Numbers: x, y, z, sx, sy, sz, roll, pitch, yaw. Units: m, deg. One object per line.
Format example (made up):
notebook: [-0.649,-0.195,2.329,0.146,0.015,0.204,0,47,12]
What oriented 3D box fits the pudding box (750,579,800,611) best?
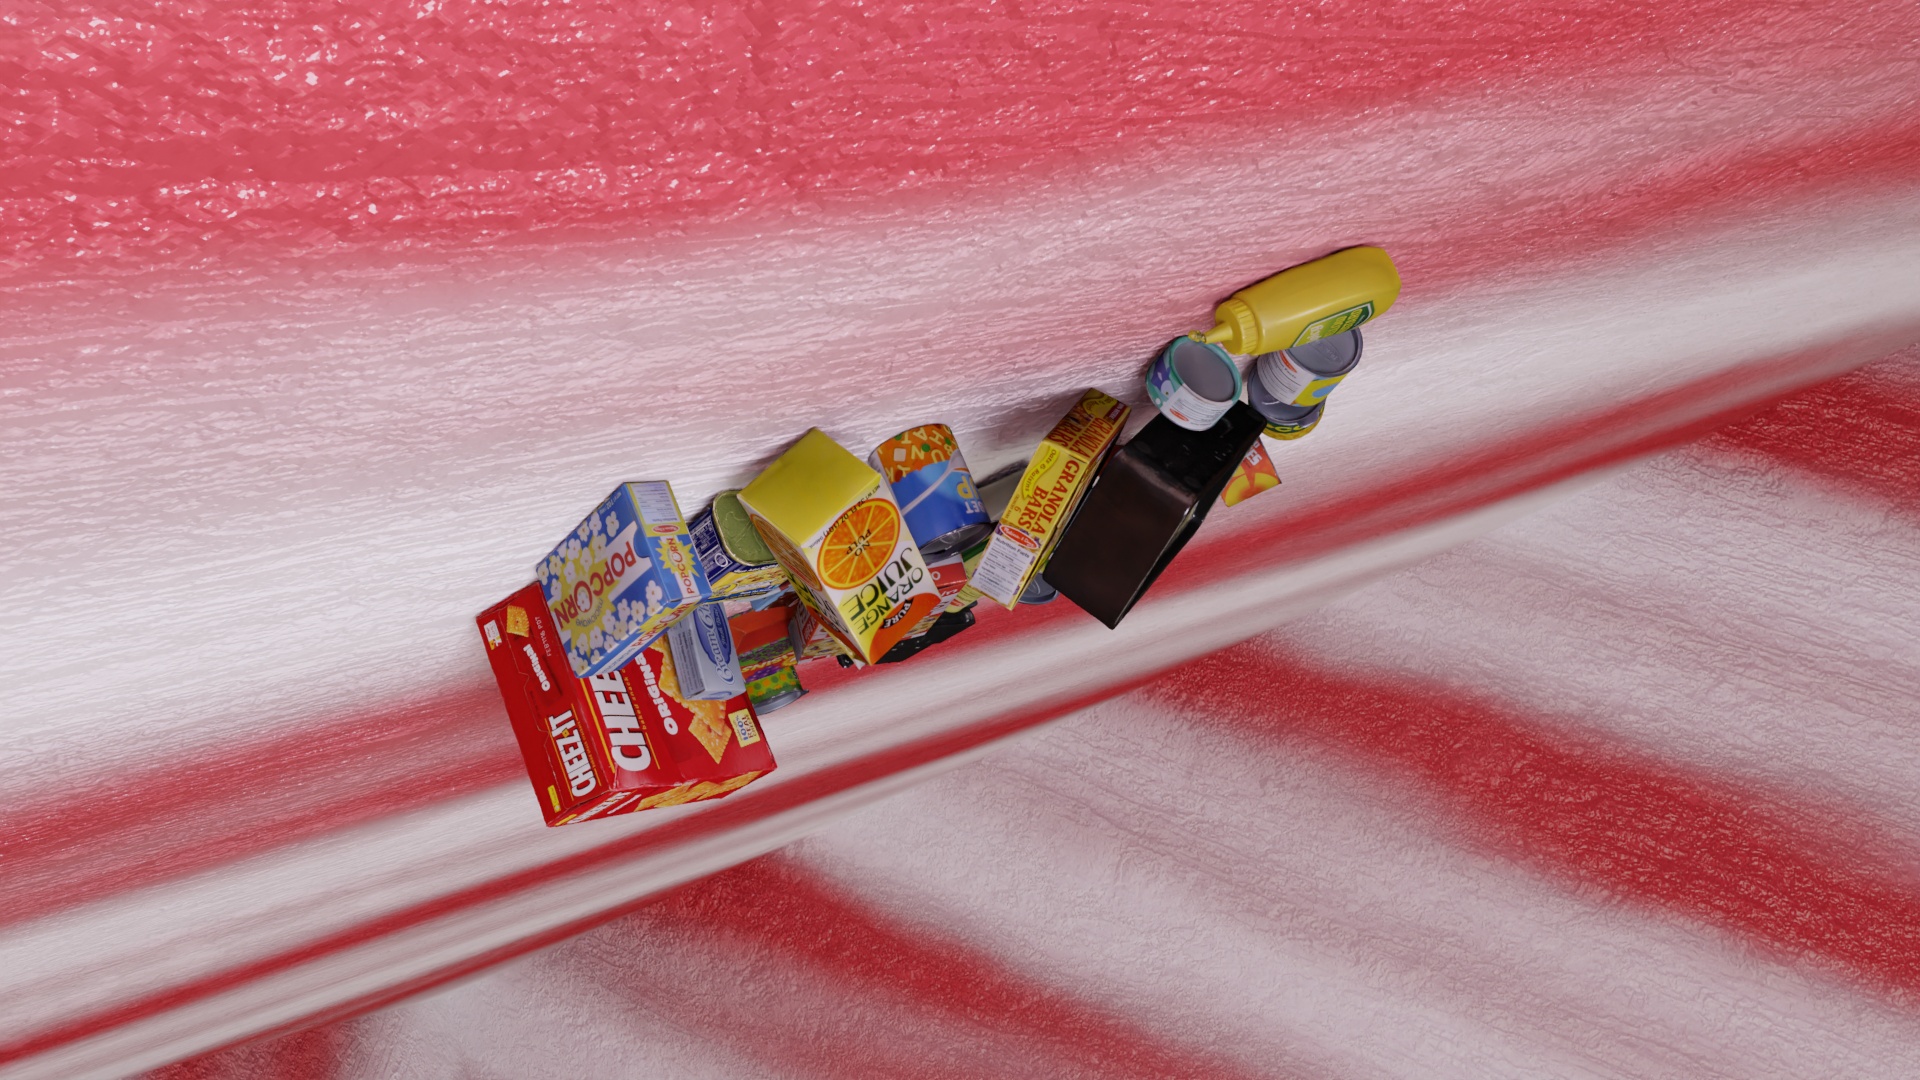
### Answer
pudding box: [-0.137,0.028,1.159,0.083,0.030,0.050,-34,163,36]

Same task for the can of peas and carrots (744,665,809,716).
can of peas and carrots: [-0.196,0.139,1.405,0.071,0.059,0.070,-22,166,-6]

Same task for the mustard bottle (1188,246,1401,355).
mustard bottle: [0.235,-0.164,0.997,0.160,0.049,0.065,-20,163,-13]

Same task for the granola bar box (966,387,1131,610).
granola bar box: [0.068,-0.034,1.009,0.123,0.039,0.166,-63,174,24]

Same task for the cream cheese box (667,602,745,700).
cream cheese box: [-0.201,0.071,1.070,0.024,0.104,0.053,-23,165,23]

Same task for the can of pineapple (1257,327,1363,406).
can of pineapple: [0.274,-0.146,1.088,0.071,0.071,0.057,-19,165,-15]

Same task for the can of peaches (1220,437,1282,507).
can of peaches: [0.269,-0.074,1.341,0.058,0.071,0.071,-26,165,13]

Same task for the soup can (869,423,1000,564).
soup can: [-0.019,-0.034,1.008,0.071,0.084,0.071,-22,165,-6]

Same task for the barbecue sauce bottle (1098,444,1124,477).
barbecue sauce bottle: [0.169,-0.063,1.271,0.064,0.044,0.149,-28,164,25]

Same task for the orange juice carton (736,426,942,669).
orange juice carton: [-0.074,0.018,0.957,0.072,0.073,0.191,-43,144,-15]

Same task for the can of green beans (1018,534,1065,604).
can of green beans: [0.067,0.021,1.332,0.071,0.058,0.071,9,148,6]

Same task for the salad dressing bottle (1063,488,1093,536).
salad dressing bottle: [0.106,-0.003,1.386,0.064,0.044,0.147,-8,160,-36]

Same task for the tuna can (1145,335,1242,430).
tuna can: [0.175,-0.120,1.037,0.071,0.071,0.032,-13,157,-34]

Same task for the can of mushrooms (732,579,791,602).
can of mushrooms: [-0.156,0.020,1.097,0.071,0.033,0.071,-21,165,-6]

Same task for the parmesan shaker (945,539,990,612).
parmesan shaker: [0.020,0.015,1.273,0.102,0.071,0.071,-33,162,31]

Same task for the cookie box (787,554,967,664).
cookie box: [-0.074,0.056,1.186,0.123,0.040,0.166,-12,164,-19]

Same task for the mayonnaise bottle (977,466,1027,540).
mayonnaise bottle: [0.004,-0.015,1.195,0.148,0.041,0.064,-25,165,10]

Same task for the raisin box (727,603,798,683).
raisin box: [-0.175,0.093,1.314,0.086,0.040,0.123,-21,166,-10]

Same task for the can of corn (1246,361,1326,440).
can of corn: [0.277,-0.120,1.174,0.071,0.071,0.058,-25,166,6]

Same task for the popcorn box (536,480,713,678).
popcorn box: [-0.224,0.027,0.915,0.038,0.085,0.126,-7,158,-48]
